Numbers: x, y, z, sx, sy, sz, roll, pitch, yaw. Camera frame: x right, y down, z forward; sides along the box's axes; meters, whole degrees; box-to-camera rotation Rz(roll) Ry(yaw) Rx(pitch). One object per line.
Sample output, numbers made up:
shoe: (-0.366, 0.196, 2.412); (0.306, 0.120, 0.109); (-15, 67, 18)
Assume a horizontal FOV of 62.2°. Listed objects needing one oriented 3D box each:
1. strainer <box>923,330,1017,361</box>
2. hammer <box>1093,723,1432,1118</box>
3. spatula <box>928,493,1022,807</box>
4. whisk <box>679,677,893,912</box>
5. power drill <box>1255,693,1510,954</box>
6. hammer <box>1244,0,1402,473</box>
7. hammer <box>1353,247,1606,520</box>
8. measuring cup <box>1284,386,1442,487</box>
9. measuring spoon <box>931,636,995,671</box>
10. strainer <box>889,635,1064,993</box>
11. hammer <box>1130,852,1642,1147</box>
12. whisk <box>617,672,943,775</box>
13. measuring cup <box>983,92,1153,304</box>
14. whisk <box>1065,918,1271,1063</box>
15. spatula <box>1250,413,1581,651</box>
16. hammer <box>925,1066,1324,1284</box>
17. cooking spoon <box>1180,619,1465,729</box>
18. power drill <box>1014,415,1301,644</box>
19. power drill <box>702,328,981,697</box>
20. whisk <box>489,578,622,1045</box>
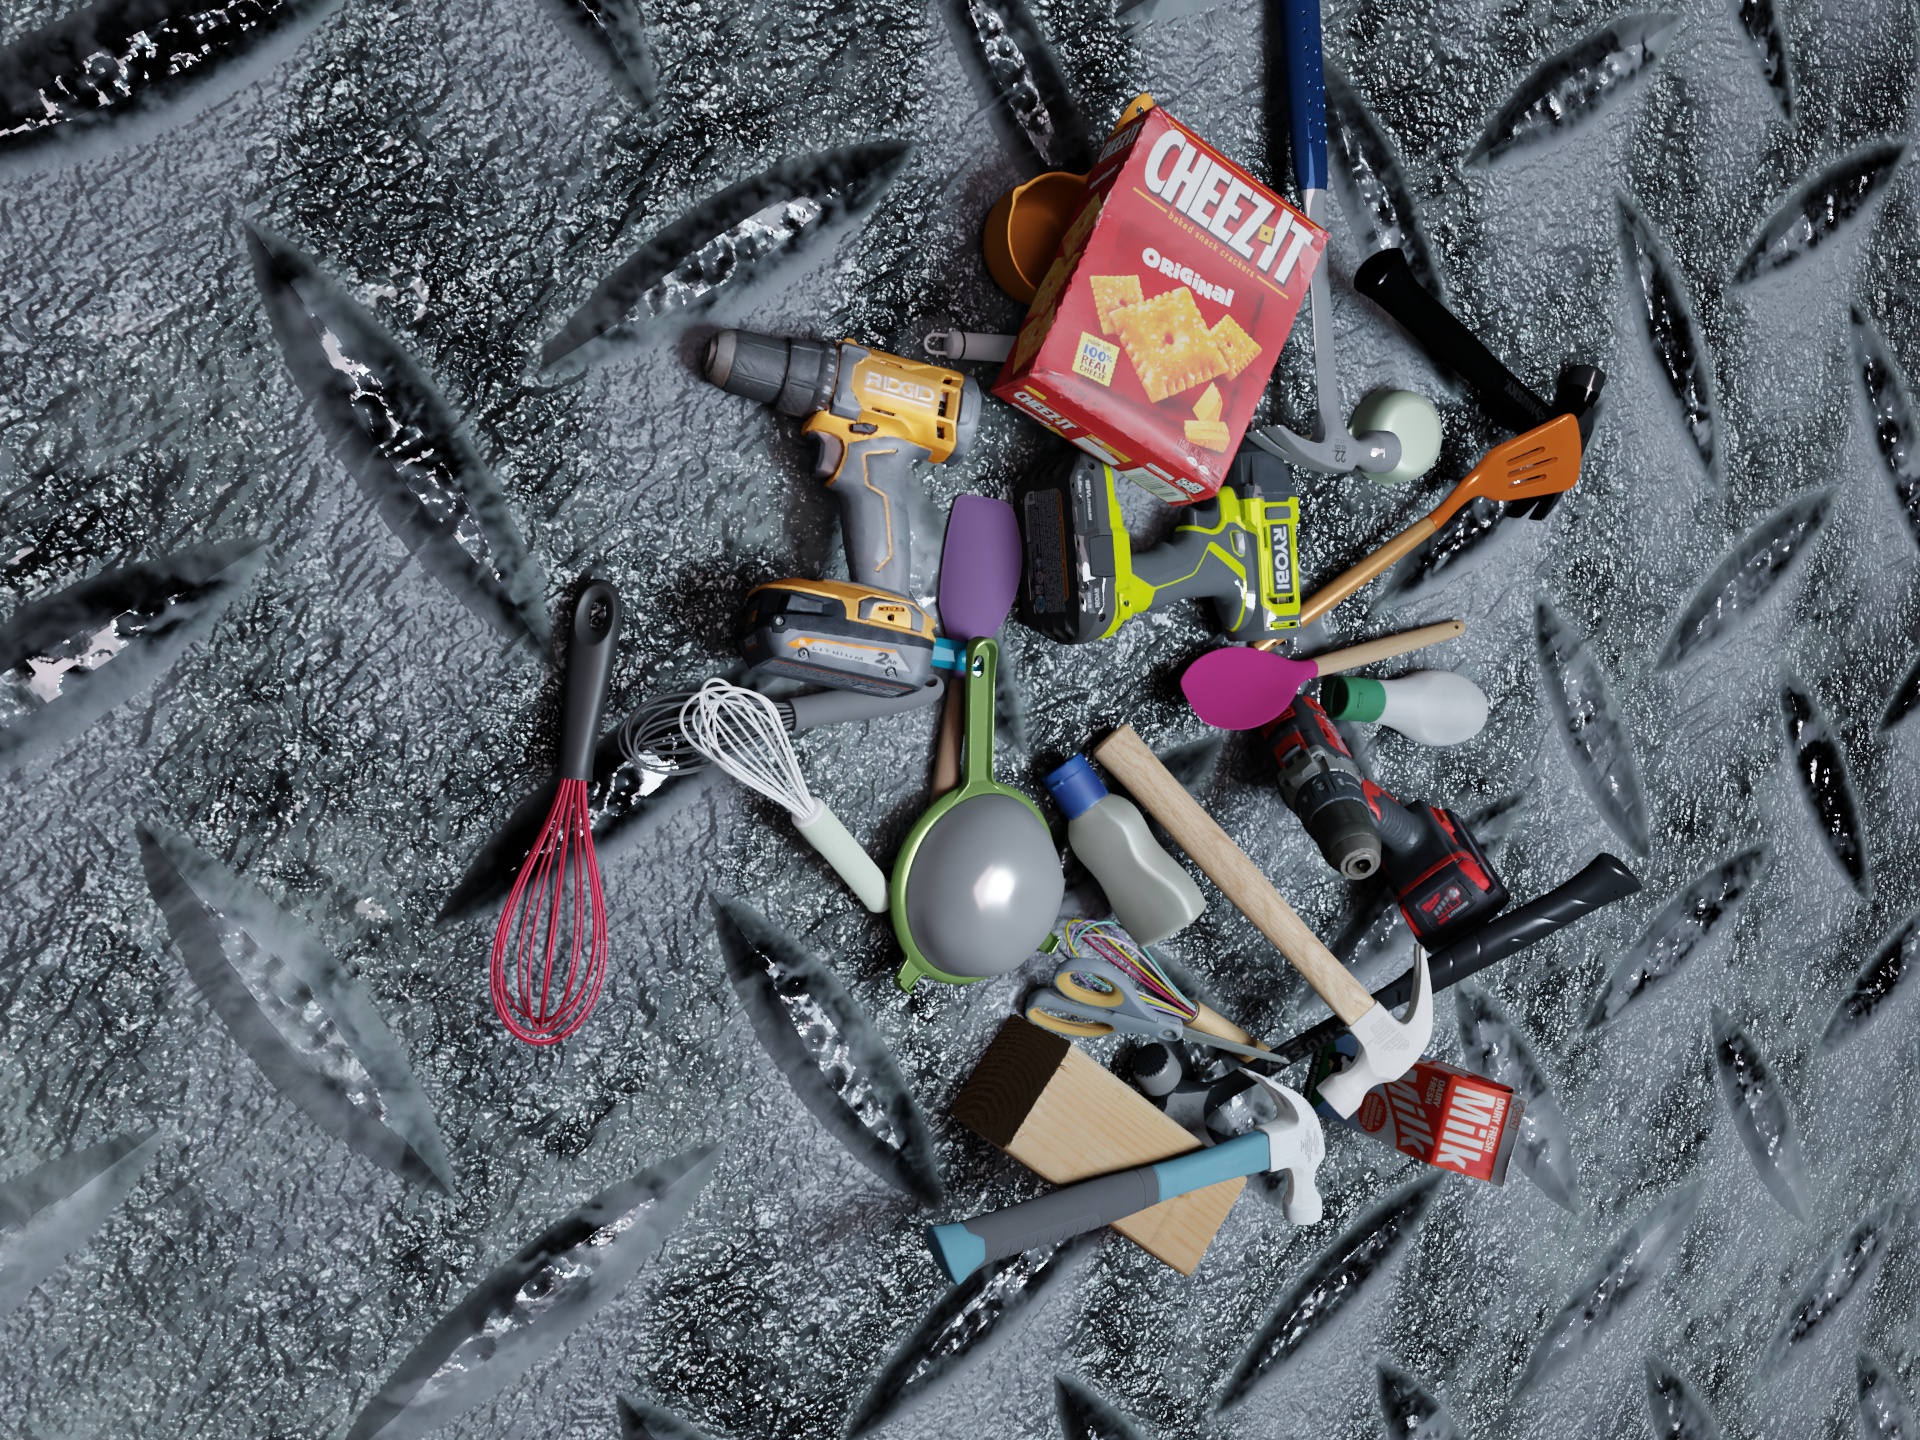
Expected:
strainer: (0.092, -0.264, 1.156); (0.258, 0.050, 0.086); (-2, 111, -24)
hammer: (0.224, 0.132, 1.193); (0.130, 0.031, 0.331); (-42, 87, 2)
spatula: (-0.002, -0.004, 1.145); (0.059, 0.018, 0.316); (9, 91, -17)
whisk: (-0.106, 0.056, 1.052); (0.059, 0.058, 0.246); (-23, 133, 13)
power drill: (0.330, 0.093, 1.244); (0.226, 0.188, 0.080); (37, 112, -28)
hammer: (0.265, -0.391, 1.206); (0.144, 0.035, 0.405); (-6, 92, -36)
hammer: (0.418, -0.281, 1.288); (0.334, 0.035, 0.146); (23, 86, -41)
measuring cup: (0.320, -0.224, 1.277); (0.167, 0.038, 0.083); (-12, 101, -28)
measuring spoon: (-0.033, -0.051, 1.111); (0.128, 0.021, 0.042); (9, 90, -19)
strainer: (0.029, 0.071, 1.123); (0.151, 0.069, 0.256); (-8, 105, -37)
hammer: (0.340, 0.218, 1.241); (0.409, 0.036, 0.149); (-30, 123, 7)
whisk: (-0.115, -0.006, 1.072); (0.239, 0.055, 0.055); (-11, 101, -30)
measuring cup: (0.080, -0.372, 1.130); (0.095, 0.052, 0.174); (37, 77, -26)
whisk: (0.167, 0.217, 1.249); (0.244, 0.047, 0.051); (35, 91, -31)
spatula: (0.368, -0.142, 1.289); (0.322, 0.041, 0.080); (-35, 136, -10)
hammer: (0.127, 0.338, 1.141); (0.331, 0.033, 0.128); (-8, 100, -28)
cooking spoon: (0.300, -0.046, 1.280); (0.319, 0.017, 0.069); (-15, 68, -33)
power drill: (0.155, -0.139, 1.183); (0.223, 0.080, 0.171); (-6, 94, -30)
power drill: (-0.089, -0.142, 1.041); (0.185, 0.084, 0.226); (12, 79, -21)
whisk: (-0.246, 0.056, 1.004); (0.073, 0.073, 0.296); (9, 85, -28)
